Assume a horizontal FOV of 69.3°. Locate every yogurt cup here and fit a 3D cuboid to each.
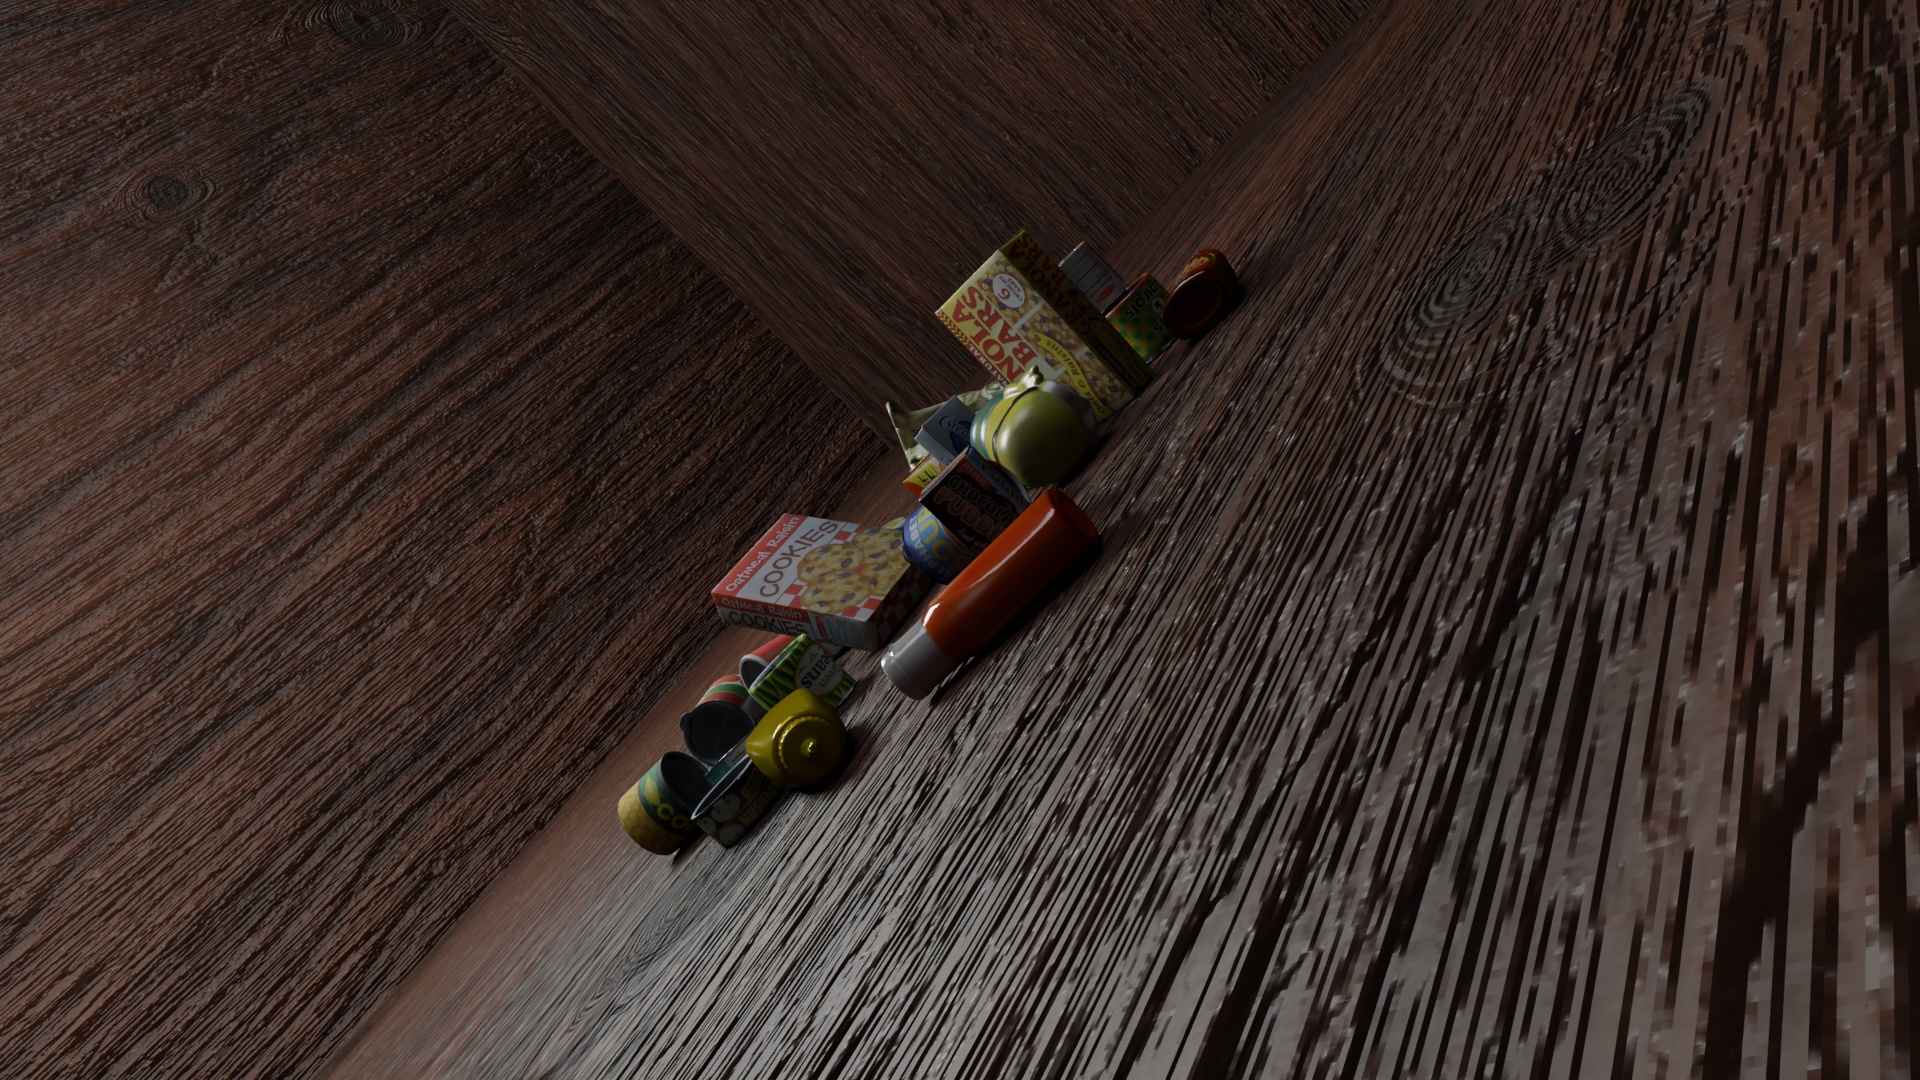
[{"bbox_3d":[-0.165,0.122,1.300,0.054,0.072,0.072,-40,2,-36],"label":"yogurt cup"}]

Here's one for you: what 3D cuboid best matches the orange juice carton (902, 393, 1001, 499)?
[{"bbox_3d":[0.006,-0.069,1.366,0.073,0.072,0.192,-48,8,-25],"label":"orange juice carton"}]

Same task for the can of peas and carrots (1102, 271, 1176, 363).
[{"bbox_3d":[0.166,-0.199,1.247,0.071,0.058,0.071,-45,7,7],"label":"can of peas and carrots"}]

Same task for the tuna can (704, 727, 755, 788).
[{"bbox_3d":[-0.163,0.172,1.074,0.071,0.033,0.071,-43,-3,-3],"label":"tuna can"}]

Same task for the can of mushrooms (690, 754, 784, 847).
[{"bbox_3d":[-0.159,0.186,1.003,0.071,0.033,0.071,-44,6,6],"label":"can of mushrooms"}]

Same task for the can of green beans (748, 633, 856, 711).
[{"bbox_3d":[-0.127,0.117,1.117,0.071,0.058,0.071,-44,7,7],"label":"can of green beans"}]

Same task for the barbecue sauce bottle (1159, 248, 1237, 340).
[{"bbox_3d":[0.205,-0.214,1.171,0.064,0.043,0.149,-44,6,25],"label":"barbecue sauce bottle"}]

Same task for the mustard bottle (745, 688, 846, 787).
[{"bbox_3d":[-0.106,0.135,0.926,0.065,0.049,0.160,-46,7,-11],"label":"mustard bottle"}]

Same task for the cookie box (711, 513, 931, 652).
[{"bbox_3d":[-0.118,0.035,1.236,0.167,0.040,0.123,8,40,29],"label":"cookie box"}]

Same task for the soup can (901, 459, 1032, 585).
[{"bbox_3d":[0.004,-0.013,1.070,0.083,0.071,0.072,-40,8,36],"label":"soup can"}]

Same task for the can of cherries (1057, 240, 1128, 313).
[{"bbox_3d":[0.108,-0.228,1.259,0.071,0.058,0.071,-45,7,7],"label":"can of cherries"}]

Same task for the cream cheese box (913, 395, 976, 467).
[{"bbox_3d":[0.013,-0.077,1.243,0.053,0.104,0.024,-48,0,-34],"label":"cream cheese box"}]

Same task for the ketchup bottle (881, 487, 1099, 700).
[{"bbox_3d":[0.015,0.034,0.825,0.148,0.043,0.065,-44,6,13],"label":"ketchup bottle"}]

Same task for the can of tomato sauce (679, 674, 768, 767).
[{"bbox_3d":[-0.223,0.170,1.322,0.071,0.071,0.083,-44,6,11],"label":"can of tomato sauce"}]

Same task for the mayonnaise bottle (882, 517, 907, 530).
[{"bbox_3d":[-0.068,0.003,1.510,0.065,0.041,0.148,-44,6,-7],"label":"mayonnaise bottle"}]

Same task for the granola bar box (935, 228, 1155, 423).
[{"bbox_3d":[0.071,-0.170,1.191,0.039,0.165,0.123,-47,6,-32],"label":"granola bar box"}]

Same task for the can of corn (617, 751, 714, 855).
[{"bbox_3d":[-0.242,0.222,1.159,0.058,0.071,0.071,-44,7,16],"label":"can of corn"}]

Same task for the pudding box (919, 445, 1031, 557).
[{"bbox_3d":[0.018,-0.019,0.954,0.049,0.083,0.030,-43,10,16],"label":"pudding box"}]
